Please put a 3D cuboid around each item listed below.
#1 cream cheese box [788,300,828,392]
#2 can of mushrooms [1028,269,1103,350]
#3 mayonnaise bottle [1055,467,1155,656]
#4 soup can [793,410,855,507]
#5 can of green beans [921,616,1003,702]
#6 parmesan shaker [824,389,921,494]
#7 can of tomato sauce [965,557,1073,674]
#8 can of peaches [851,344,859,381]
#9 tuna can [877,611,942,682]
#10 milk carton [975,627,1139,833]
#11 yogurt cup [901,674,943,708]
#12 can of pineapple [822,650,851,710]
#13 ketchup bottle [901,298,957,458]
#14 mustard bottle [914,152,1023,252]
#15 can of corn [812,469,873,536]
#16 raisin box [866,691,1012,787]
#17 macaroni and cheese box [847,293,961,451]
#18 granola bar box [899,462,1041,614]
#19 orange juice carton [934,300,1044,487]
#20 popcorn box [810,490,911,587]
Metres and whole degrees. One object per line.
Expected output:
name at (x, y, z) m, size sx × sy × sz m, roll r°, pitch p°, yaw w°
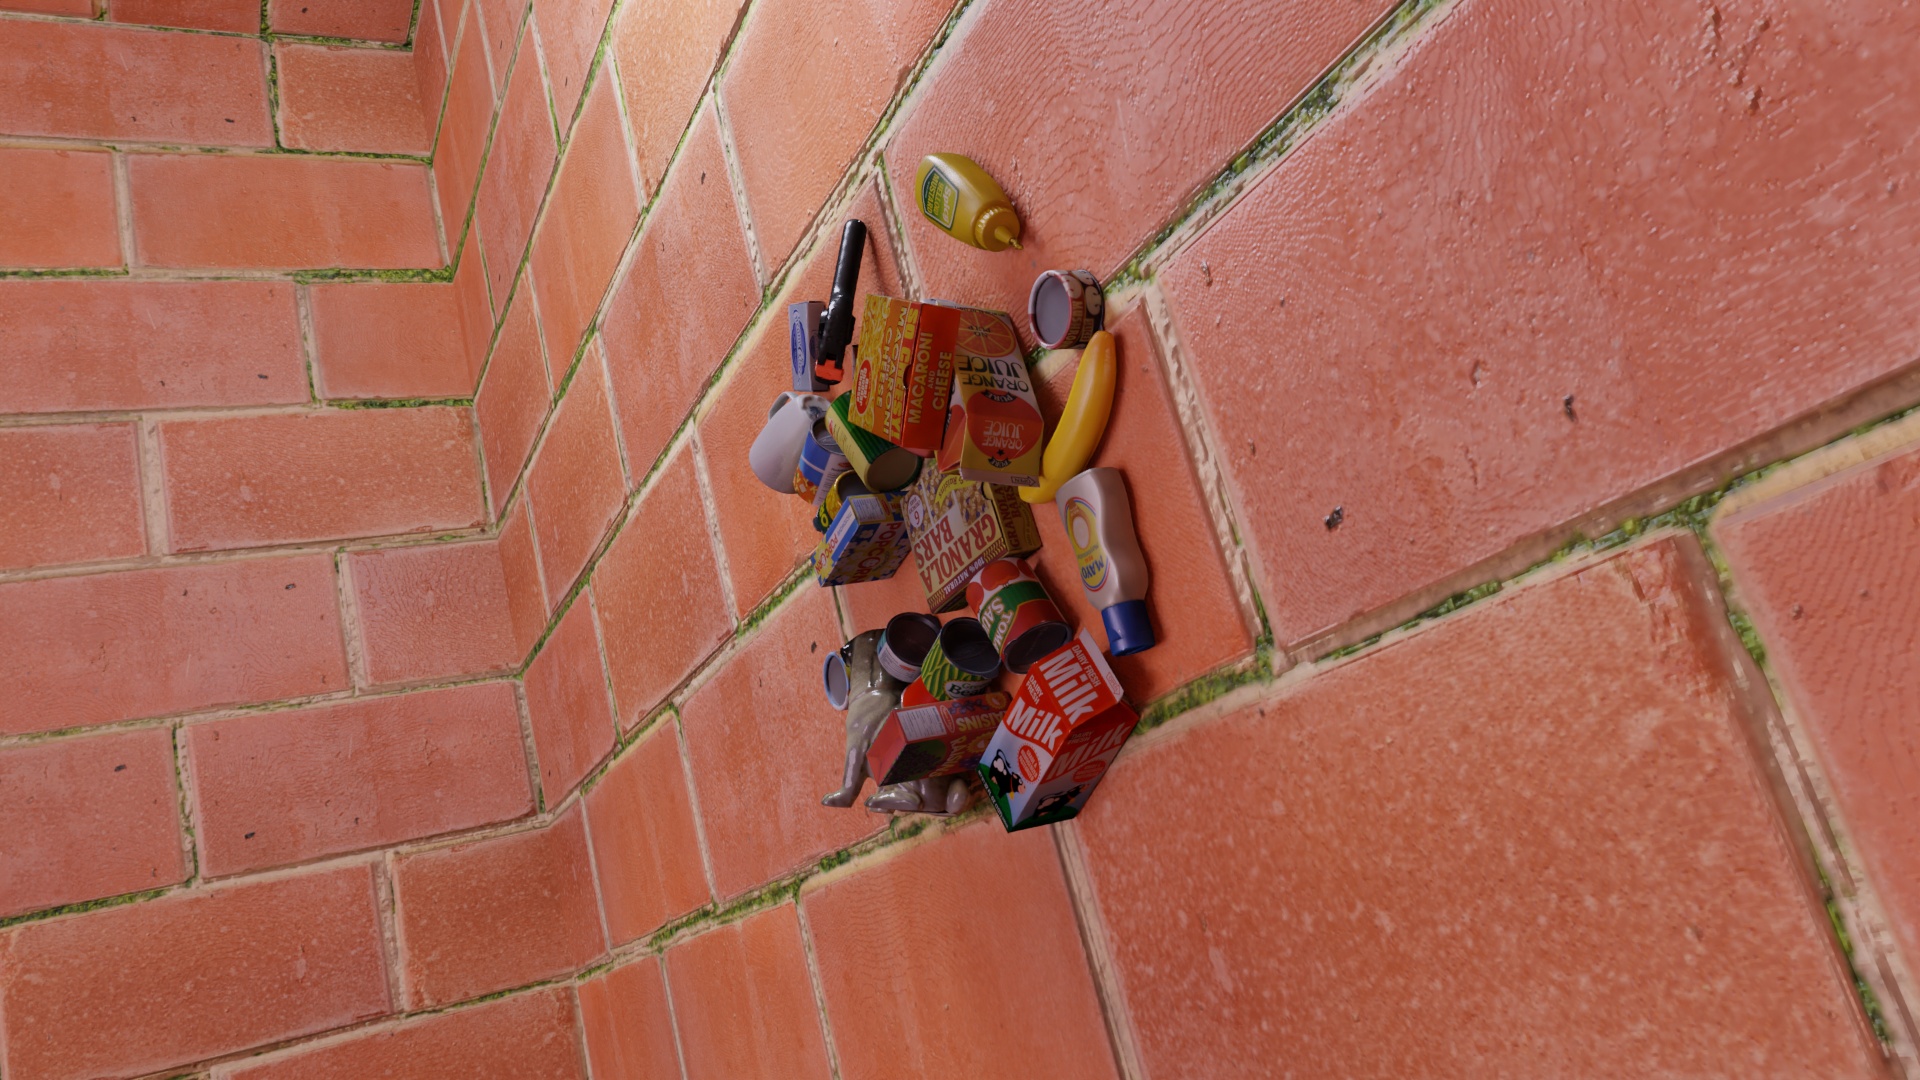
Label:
cream cheese box at (-0.176, -0.223, 1.603) m, size 0.053 × 0.024 × 0.103 m, roll 8°, pitch 102°, yaw 59°
can of mushrooms at (0.088, -0.190, 1.150) m, size 0.071 × 0.033 × 0.071 m, roll 14°, pitch 106°, yaw 58°
mayonnaise bottle at (0.120, 0.018, 1.122) m, size 0.064 × 0.041 × 0.148 m, roll -37°, pitch 63°, yaw 54°
soup can at (-0.145, -0.089, 1.531) m, size 0.071 × 0.071 × 0.083 m, roll 61°, pitch 143°, yaw 34°
can of green beans at (0.002, 0.116, 1.317) m, size 0.071 × 0.071 × 0.057 m, roll 64°, pitch 145°, yaw 31°
parmesan shaker at (-0.089, -0.101, 1.439) m, size 0.103 × 0.071 × 0.071 m, roll 54°, pitch 138°, yaw 40°
can of tomato sauce at (0.049, 0.066, 1.223) m, size 0.083 × 0.071 × 0.070 m, roll 58°, pitch 141°, yaw 38°
can of peaches at (-0.074, -0.168, 1.400) m, size 0.071 × 0.071 × 0.058 m, roll 17°, pitch 109°, yaw 58°
tuna can at (-0.048, 0.107, 1.405) m, size 0.071 × 0.071 × 0.032 m, roll 65°, pitch 146°, yaw 29°
milk carton at (0.086, 0.160, 1.174) m, size 0.072 × 0.073 × 0.189 m, roll 60°, pitch 141°, yaw 35°
yogurt cup at (-0.017, 0.152, 1.361) m, size 0.053 × 0.072 × 0.072 m, roll -56°, pitch 48°, yaw 37°
can of pineapple at (-0.112, 0.149, 1.526) m, size 0.071 × 0.058 × 0.071 m, roll 16°, pitch 109°, yaw 58°
ketchup bottle at (-0.029, -0.158, 1.345) m, size 0.065 × 0.044 × 0.148 m, roll 32°, pitch 122°, yaw 46°
mustard bottle at (0.012, -0.296, 1.244) m, size 0.161 × 0.049 × 0.065 m, roll 49°, pitch 136°, yaw 45°
can of corn at (-0.116, -0.034, 1.488) m, size 0.058 × 0.071 × 0.071 m, roll -54°, pitch 50°, yaw 48°
raisin box at (-0.016, 0.186, 1.302) m, size 0.040 × 0.124 × 0.085 m, roll 65°, pitch 145°, yaw 30°
macaroni and cheese box at (-0.053, -0.152, 1.236) m, size 0.166 × 0.040 × 0.123 m, roll -149°, pitch 66°, yaw -67°
granola bar box at (0.005, -0.017, 1.316) m, size 0.164 × 0.039 × 0.124 m, roll -42°, pitch 59°, yaw 54°
orange juice carton at (0.016, -0.117, 1.205) m, size 0.072 × 0.072 × 0.193 m, roll 115°, pitch 151°, yaw -42°
popcorn box at (-0.094, -0.002, 1.441) m, size 0.126 × 0.085 × 0.038 m, roll -53°, pitch 52°, yaw 49°
